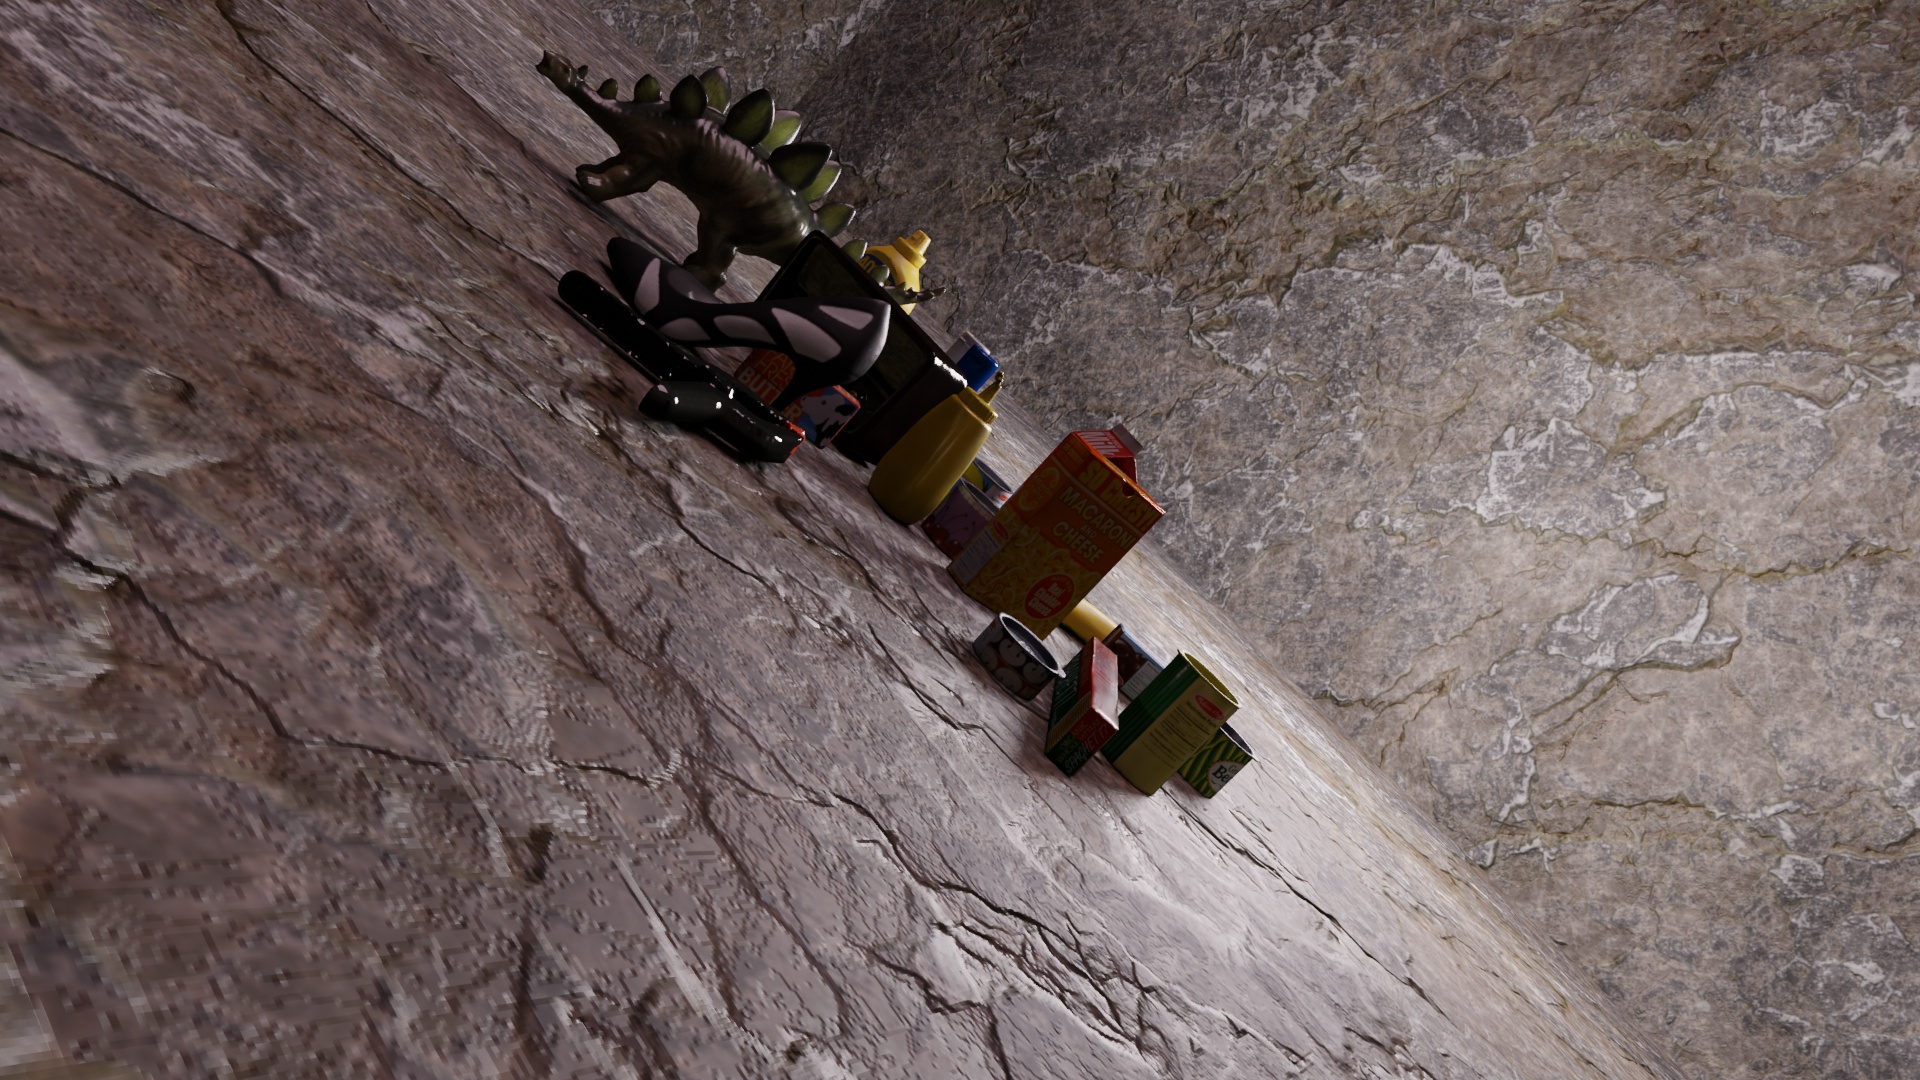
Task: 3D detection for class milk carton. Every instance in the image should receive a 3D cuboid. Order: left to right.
[{"bbox_3d":[0.113,-0.042,1.451,0.073,0.190,0.072,38,11,-30],"label":"milk carton"}]

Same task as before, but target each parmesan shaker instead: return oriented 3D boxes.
[{"bbox_3d":[0.165,0.145,1.124,0.071,0.103,0.071,42,9,-9],"label":"parmesan shaker"}]

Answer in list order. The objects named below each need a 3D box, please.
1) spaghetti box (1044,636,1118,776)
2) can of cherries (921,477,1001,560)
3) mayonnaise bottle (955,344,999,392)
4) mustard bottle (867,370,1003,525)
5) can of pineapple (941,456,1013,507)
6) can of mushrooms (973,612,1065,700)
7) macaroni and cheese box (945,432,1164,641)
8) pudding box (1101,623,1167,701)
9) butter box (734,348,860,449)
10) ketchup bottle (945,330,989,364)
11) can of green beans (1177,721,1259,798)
[{"bbox_3d":[0.098,0.125,1.098,0.028,0.050,0.250,43,10,-1],"label":"spaghetti box"},{"bbox_3d":[0.005,-0.016,1.304,0.071,0.058,0.071,42,10,-9],"label":"can of cherries"},{"bbox_3d":[-0.022,-0.142,1.467,0.065,0.148,0.041,45,9,12],"label":"mayonnaise bottle"},{"bbox_3d":[-0.012,-0.088,1.239,0.048,0.160,0.065,34,13,-46],"label":"mustard bottle"},{"bbox_3d":[0.013,-0.053,1.494,0.071,0.058,0.071,42,10,-9],"label":"can of pineapple"},{"bbox_3d":[0.045,0.092,1.080,0.071,0.033,0.071,42,10,-9],"label":"can of mushrooms"},{"bbox_3d":[0.087,0.000,1.244,0.123,0.166,0.040,34,13,-43],"label":"macaroni and cheese box"},{"bbox_3d":[0.174,0.128,1.386,0.083,0.049,0.030,41,10,-10],"label":"pudding box"},{"bbox_3d":[-0.144,-0.133,1.225,0.103,0.053,0.024,40,10,-19],"label":"butter box"},{"bbox_3d":[-0.031,-0.164,1.521,0.043,0.148,0.065,34,13,-43],"label":"ketchup bottle"},{"bbox_3d":[0.232,0.198,1.298,0.071,0.057,0.071,42,10,-9],"label":"can of green beans"}]
